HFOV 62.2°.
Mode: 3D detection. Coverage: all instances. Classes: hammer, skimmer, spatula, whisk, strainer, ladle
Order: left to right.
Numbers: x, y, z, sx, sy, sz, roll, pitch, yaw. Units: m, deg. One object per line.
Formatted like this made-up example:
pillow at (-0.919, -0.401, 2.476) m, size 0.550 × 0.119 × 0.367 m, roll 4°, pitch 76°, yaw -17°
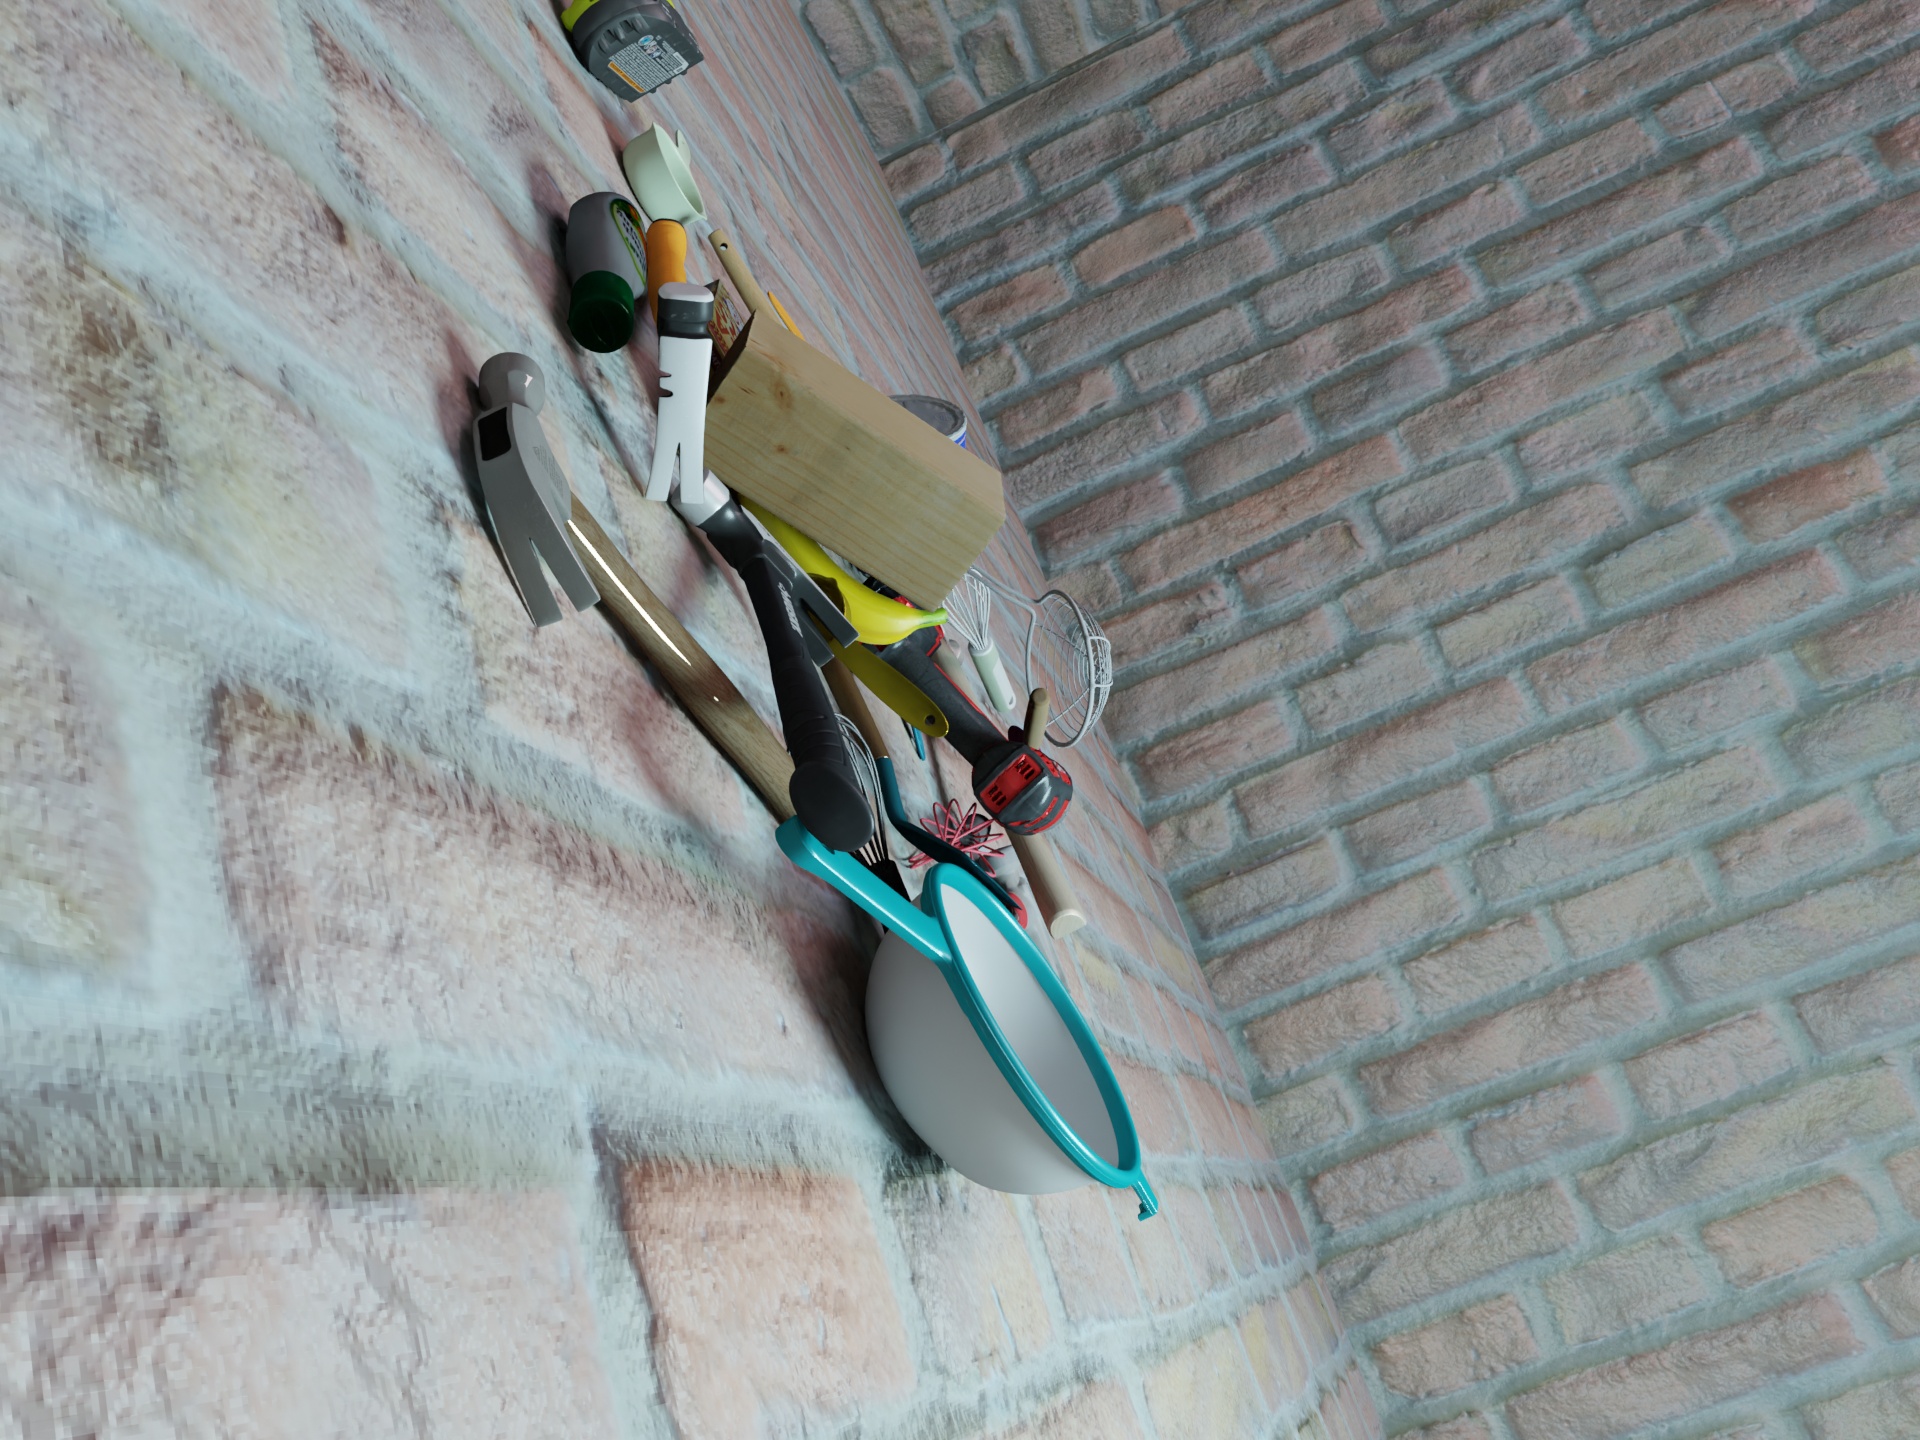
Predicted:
hammer at (-0.188, -0.260, 1.039) m, size 0.337 × 0.034 × 0.127 m, roll -111°, pitch -154°, yaw -58°
hammer at (-0.145, -0.031, 0.822) m, size 0.331 × 0.031 × 0.130 m, roll 57°, pitch 13°, yaw -46°
hammer at (-0.090, -0.028, 0.884) m, size 0.146 × 0.035 × 0.335 m, roll 47°, pitch 9°, yaw -30°
ladle at (-0.105, -0.243, 1.244) m, size 0.320 × 0.078 × 0.062 m, roll 58°, pitch -10°, yaw -9°
whisk at (-0.054, 0.095, 0.997) m, size 0.055 × 0.055 × 0.238 m, roll -88°, pitch 158°, yaw -69°
spatula at (-0.053, 0.006, 1.072) m, size 0.082 × 0.044 × 0.318 m, roll 48°, pitch 10°, yaw -51°
strainer at (-0.023, 0.161, 0.876) m, size 0.340 × 0.095 × 0.211 m, roll 45°, pitch 14°, yaw -43°
skimmer at (-0.021, -0.121, 1.314) m, size 0.363 × 0.090 × 0.127 m, roll 37°, pitch -37°, yaw 9°
whisk at (0.004, 0.094, 1.262) m, size 0.296 × 0.073 × 0.073 m, roll 12°, pitch 55°, yaw -86°
whisk at (0.018, -0.074, 1.464) m, size 0.246 × 0.059 × 0.058 m, roll 65°, pitch 38°, yaw -57°
hammer at (0.018, 0.023, 1.408) m, size 0.146 × 0.038 × 0.411 m, roll 58°, pitch 5°, yaw -46°
hammer at (0.026, 0.181, 1.238) m, size 0.386 × 0.038 × 0.143 m, roll -1°, pitch 69°, yaw -80°

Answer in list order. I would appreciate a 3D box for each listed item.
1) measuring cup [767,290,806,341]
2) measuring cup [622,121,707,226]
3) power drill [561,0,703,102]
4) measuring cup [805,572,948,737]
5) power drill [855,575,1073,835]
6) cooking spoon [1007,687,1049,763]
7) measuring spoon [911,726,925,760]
measuring cup at (-0.146, -0.300, 1.411) m, size 0.173 × 0.052 × 0.095 m, roll 56°, pitch 14°, yaw -40°
measuring cup at (-0.241, -0.448, 1.289) m, size 0.168 × 0.038 × 0.083 m, roll -102°, pitch 165°, yaw -57°
power drill at (-0.299, -0.630, 1.290) m, size 0.228 × 0.080 × 0.190 m, roll 64°, pitch 10°, yaw -1°
measuring cup at (-0.065, -0.038, 1.064) m, size 0.156 × 0.062 × 0.029 m, roll 41°, pitch -1°, yaw 15°
power drill at (-0.002, -0.004, 1.187) m, size 0.220 × 0.078 × 0.143 m, roll 47°, pitch 4°, yaw 16°
cooking spoon at (0.058, 0.014, 1.296) m, size 0.069 × 0.017 × 0.318 m, roll 54°, pitch -7°, yaw 10°
measuring spoon at (-0.056, -0.025, 1.366) m, size 0.042 × 0.021 × 0.128 m, roll -45°, pitch 120°, yaw -80°
